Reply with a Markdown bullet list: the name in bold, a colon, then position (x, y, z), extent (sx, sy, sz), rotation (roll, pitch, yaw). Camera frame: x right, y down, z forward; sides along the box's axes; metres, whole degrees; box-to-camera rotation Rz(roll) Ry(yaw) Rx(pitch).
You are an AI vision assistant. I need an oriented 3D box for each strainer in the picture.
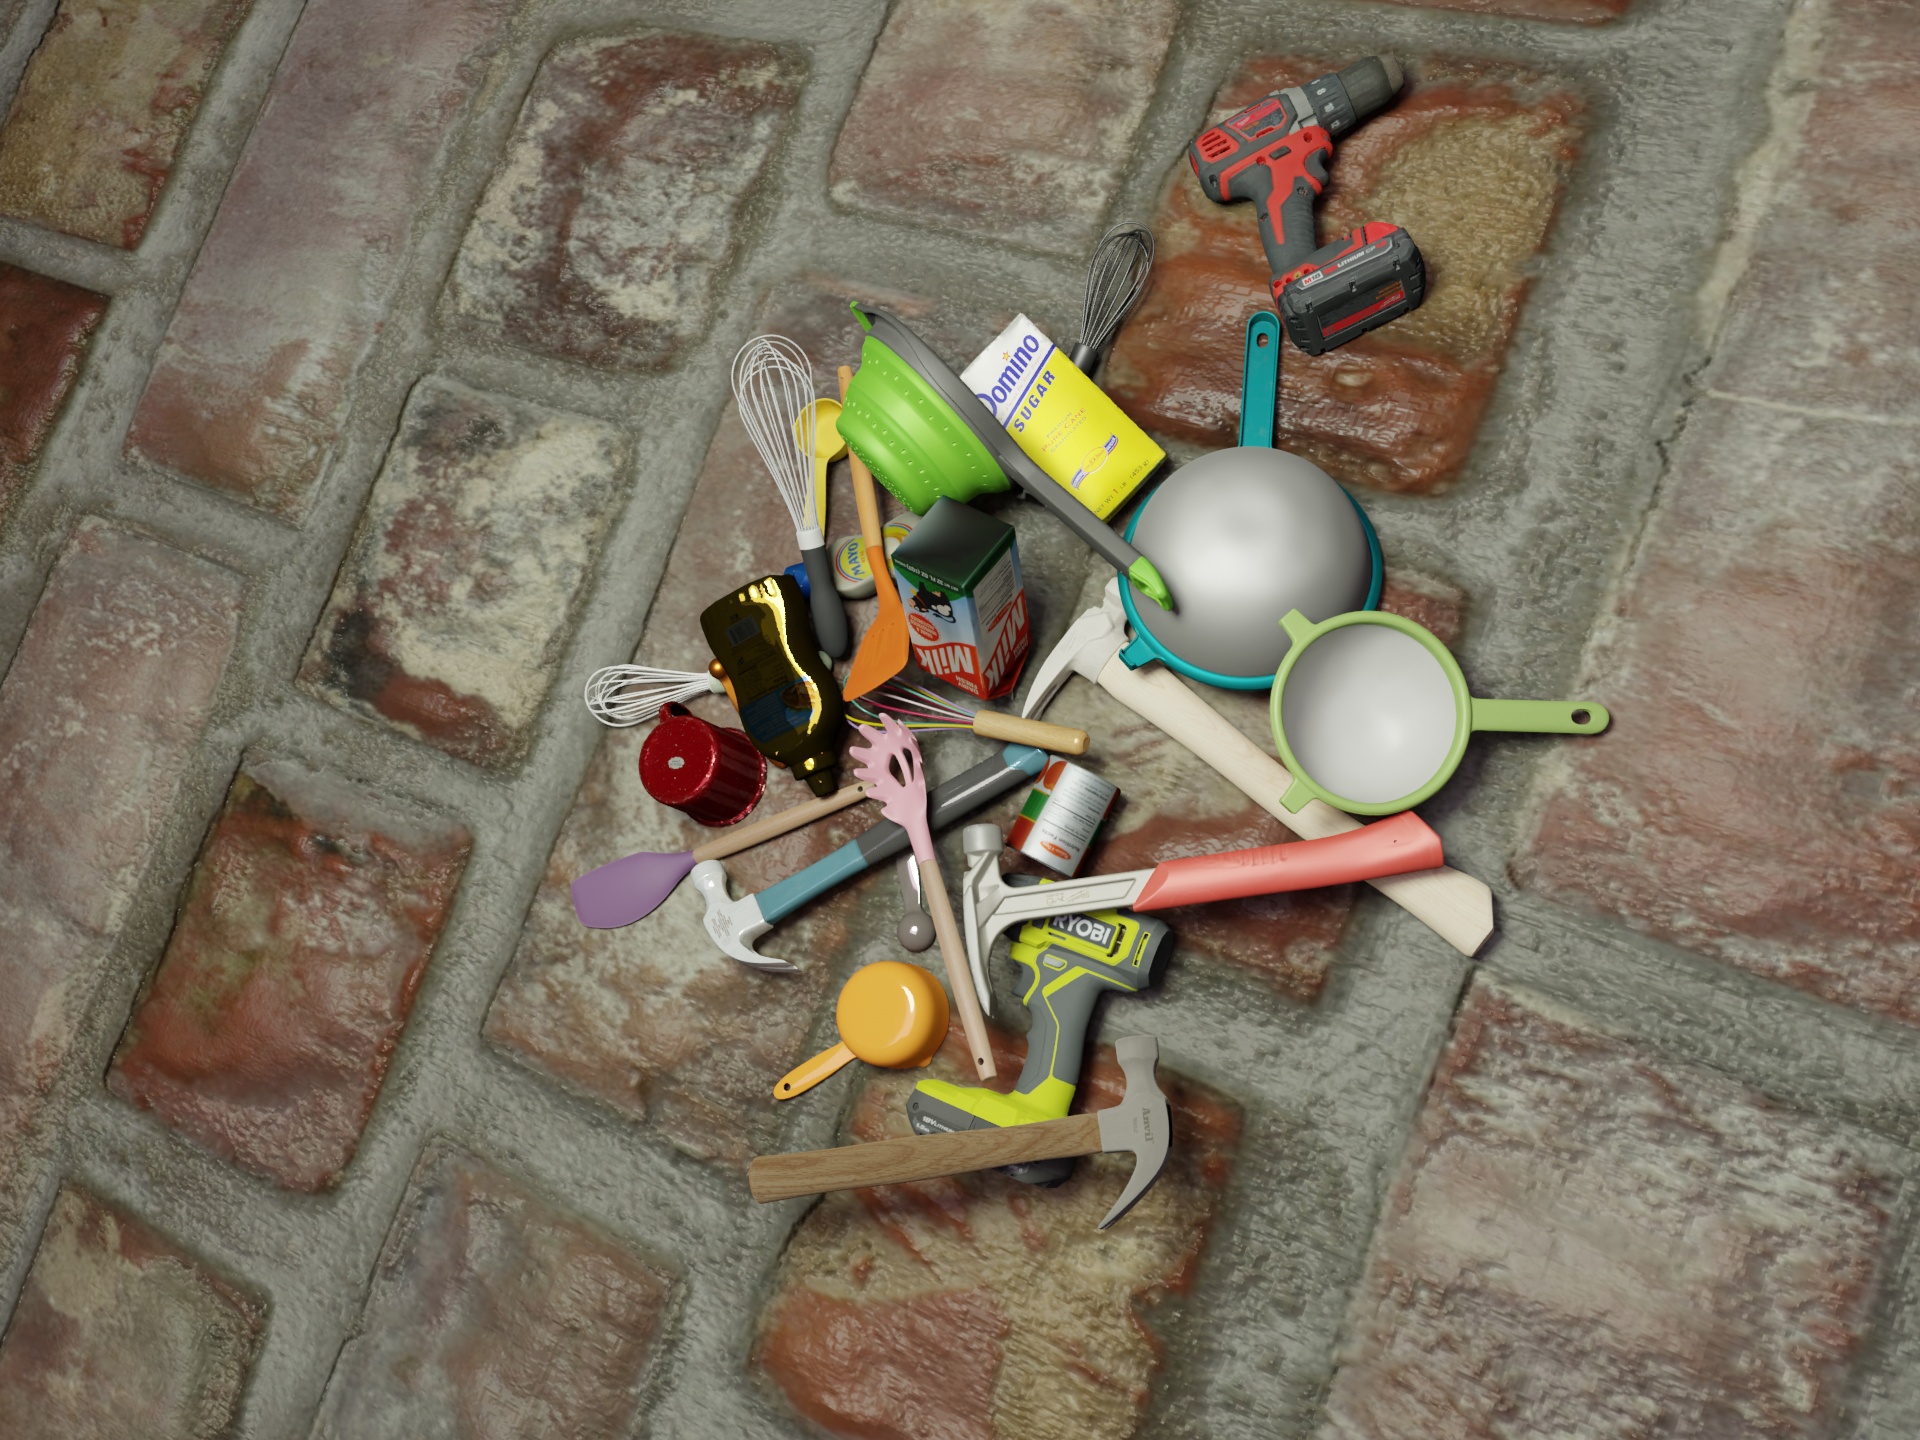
- **strainer**: position (0.352, -0.002, 1.199), extent (0.256, 0.069, 0.151), rotation (1, 84, -5)
- **strainer**: position (0.234, -0.197, 1.269), extent (0.211, 0.095, 0.341), rotation (4, 71, 10)

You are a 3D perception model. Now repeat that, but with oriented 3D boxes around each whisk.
- **whisk**: position (-0.233, -0.035, 1.454), extent (0.246, 0.058, 0.059), rotation (-8, 108, 16)
- **whisk**: position (-0.001, -0.006, 1.335), extent (0.245, 0.047, 0.051), rotation (12, 121, 31)
- **whisk**: position (0.107, -0.326, 1.395), extent (0.055, 0.055, 0.239), rotation (25, 91, 24)
- **whisk**: position (-0.135, -0.189, 1.369), extent (0.070, 0.070, 0.284), rotation (-6, 109, 19)

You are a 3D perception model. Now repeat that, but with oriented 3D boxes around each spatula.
- **spatula**: position (-0.085, -0.172, 1.384), extent (0.081, 0.041, 0.323), rotation (-28, 63, 40)
- **spatula**: position (-0.212, 0.115, 1.419), extent (0.316, 0.018, 0.060), rotation (-23, 76, 15)

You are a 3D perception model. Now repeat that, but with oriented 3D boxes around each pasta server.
- **pasta server**: position (-0.024, 0.137, 1.272), extent (0.060, 0.040, 0.316), rotation (-30, 59, 22)

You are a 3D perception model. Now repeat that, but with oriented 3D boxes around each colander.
- **colander**: position (0.012, -0.189, 1.294), extent (0.094, 0.204, 0.397), rotation (-44, 60, 0)

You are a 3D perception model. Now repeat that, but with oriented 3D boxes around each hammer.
- **hammer**: position (0.179, 0.129, 1.196), extent (0.359, 0.036, 0.149), rotation (-9, 73, 12)
- **hammer**: position (-0.072, 0.103, 1.349), extent (0.331, 0.033, 0.128), rotation (-31, 60, 7)
- **hammer**: position (0.233, 0.053, 1.255), extent (0.411, 0.038, 0.146), rotation (39, 94, 24)
- **hammer**: position (-0.004, 0.325, 1.187), extent (0.331, 0.031, 0.130), rotation (-13, 69, 16)

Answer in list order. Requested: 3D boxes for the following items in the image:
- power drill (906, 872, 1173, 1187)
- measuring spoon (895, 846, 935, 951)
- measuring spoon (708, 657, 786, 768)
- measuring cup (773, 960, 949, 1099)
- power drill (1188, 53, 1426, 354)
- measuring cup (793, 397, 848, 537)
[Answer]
- **power drill**: position (0.051, 0.238, 1.258), extent (0.171, 0.080, 0.223), rotation (18, 80, 24)
- **measuring spoon**: position (-0.046, 0.134, 1.350), extent (0.034, 0.018, 0.124), rotation (-15, 71, 17)
- **measuring spoon**: position (-0.190, -0.006, 1.420), extent (0.021, 0.011, 0.117), rotation (-33, 91, 13)
- **measuring cup**: position (-0.093, 0.265, 1.315), extent (0.173, 0.052, 0.095), rotation (-34, 67, 8)
- **power drill**: position (0.312, -0.442, 1.331), extent (0.188, 0.080, 0.227), rotation (-25, 66, 13)
- **measuring cup**: position (-0.127, -0.218, 1.472), extent (0.062, 0.029, 0.156), rotation (5, 90, 22)
